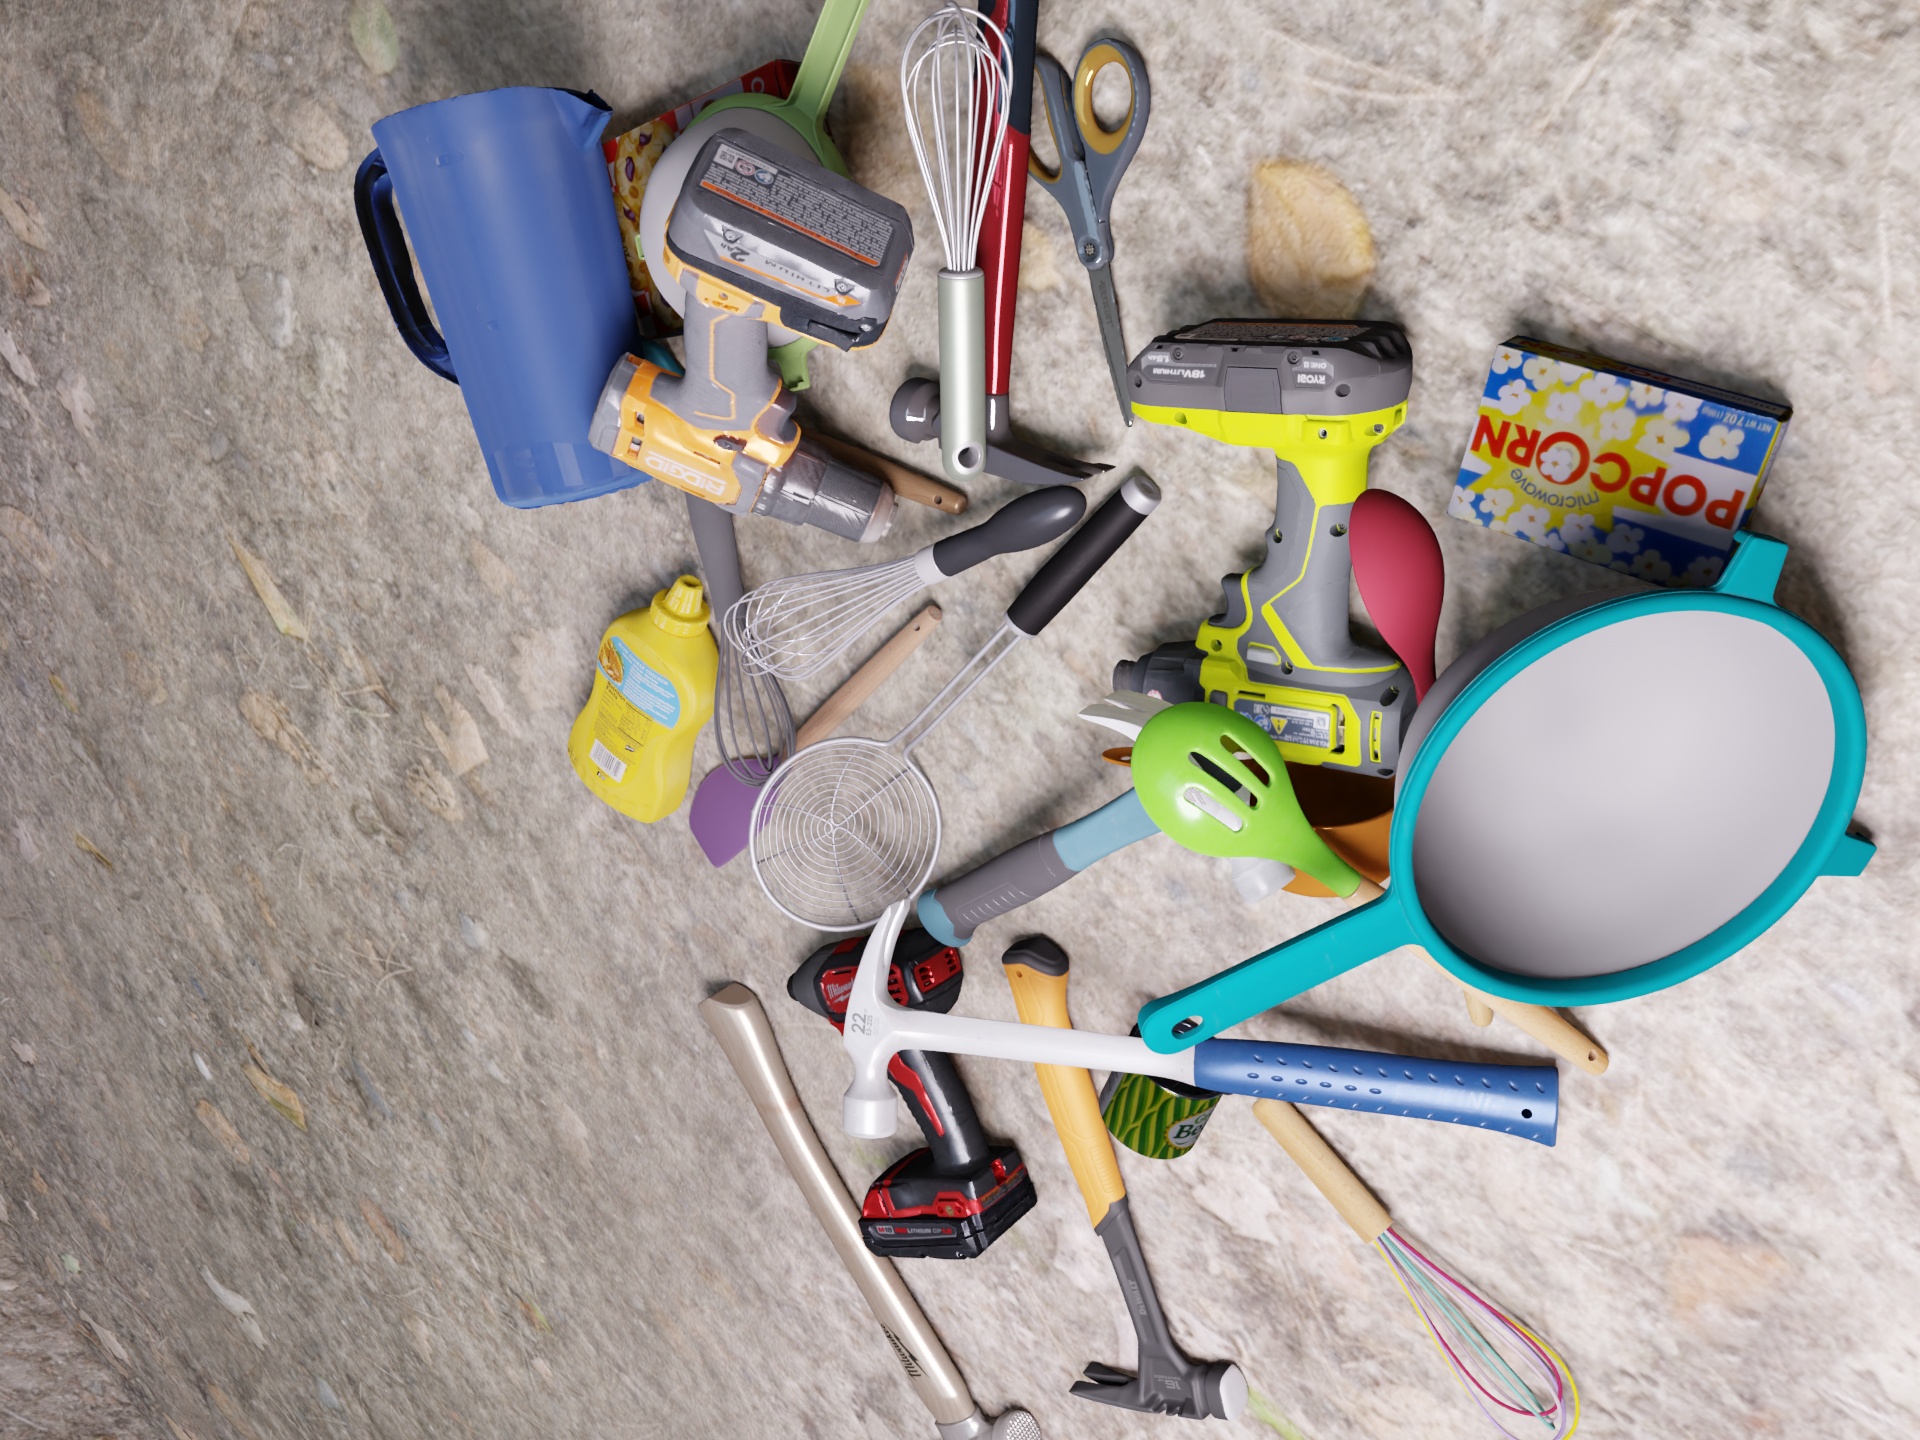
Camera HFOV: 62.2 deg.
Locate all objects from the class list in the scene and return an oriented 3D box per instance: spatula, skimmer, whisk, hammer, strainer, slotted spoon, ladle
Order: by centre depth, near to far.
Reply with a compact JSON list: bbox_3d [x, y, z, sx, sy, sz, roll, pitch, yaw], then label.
[{"bbox_3d":[0.229,0.050,0.733,0.340,0.095,0.210,-28,119,10],"label":"strainer"},{"bbox_3d":[0.212,0.093,0.786,0.313,0.070,0.031,35,170,-16],"label":"slotted spoon"},{"bbox_3d":[0.238,0.031,0.790,0.031,0.069,0.315,6,126,39],"label":"ladle"},{"bbox_3d":[0.033,-0.315,0.823,0.143,0.038,0.386,25,124,33],"label":"hammer"},{"bbox_3d":[-0.001,-0.243,0.834,0.059,0.058,0.246,-123,28,-58],"label":"whisk"},{"bbox_3d":[-0.112,-0.313,0.879,0.151,0.069,0.256,44,131,14],"label":"strainer"},{"bbox_3d":[0.123,0.187,0.903,0.405,0.035,0.144,3,92,19],"label":"hammer"},{"bbox_3d":[0.261,0.312,0.922,0.047,0.051,0.245,-47,72,17],"label":"whisk"},{"bbox_3d":[0.058,0.080,0.924,0.128,0.033,0.331,60,147,4],"label":"hammer"},{"bbox_3d":[-0.040,-0.085,0.959,0.284,0.070,0.070,-20,95,38],"label":"whisk"},{"bbox_3d":[-0.002,-0.003,0.960,0.127,0.090,0.363,32,128,-16],"label":"skimmer"},{"bbox_3d":[-0.133,-0.185,1.018,0.318,0.044,0.082,25,118,26],"label":"spatula"},{"bbox_3d":[0.086,0.303,1.050,0.127,0.034,0.337,-11,100,38],"label":"hammer"},{"bbox_3d":[-0.155,-0.069,1.072,0.055,0.055,0.239,-11,92,39],"label":"whisk"},{"bbox_3d":[-0.107,0.011,1.091,0.316,0.018,0.060,-41,77,40],"label":"spatula"},{"bbox_3d":[-0.092,0.391,1.217,0.146,0.038,0.411,-33,86,41],"label":"hammer"}]

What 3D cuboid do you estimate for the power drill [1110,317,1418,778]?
[{"bbox_3d":[0.153,-0.088,0.821,0.171,0.080,0.223,10,116,32],"label":"power drill"}]

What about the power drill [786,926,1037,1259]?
[{"bbox_3d":[-0.041,0.253,1.101,0.143,0.078,0.219,-14,96,39],"label":"power drill"}]

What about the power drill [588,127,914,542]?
[{"bbox_3d":[-0.097,-0.191,0.880,0.185,0.084,0.226,23,145,-11],"label":"power drill"}]

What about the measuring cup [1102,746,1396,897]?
[{"bbox_3d":[0.156,0.049,0.860,0.174,0.095,0.052,9,121,32],"label":"measuring cup"}]
